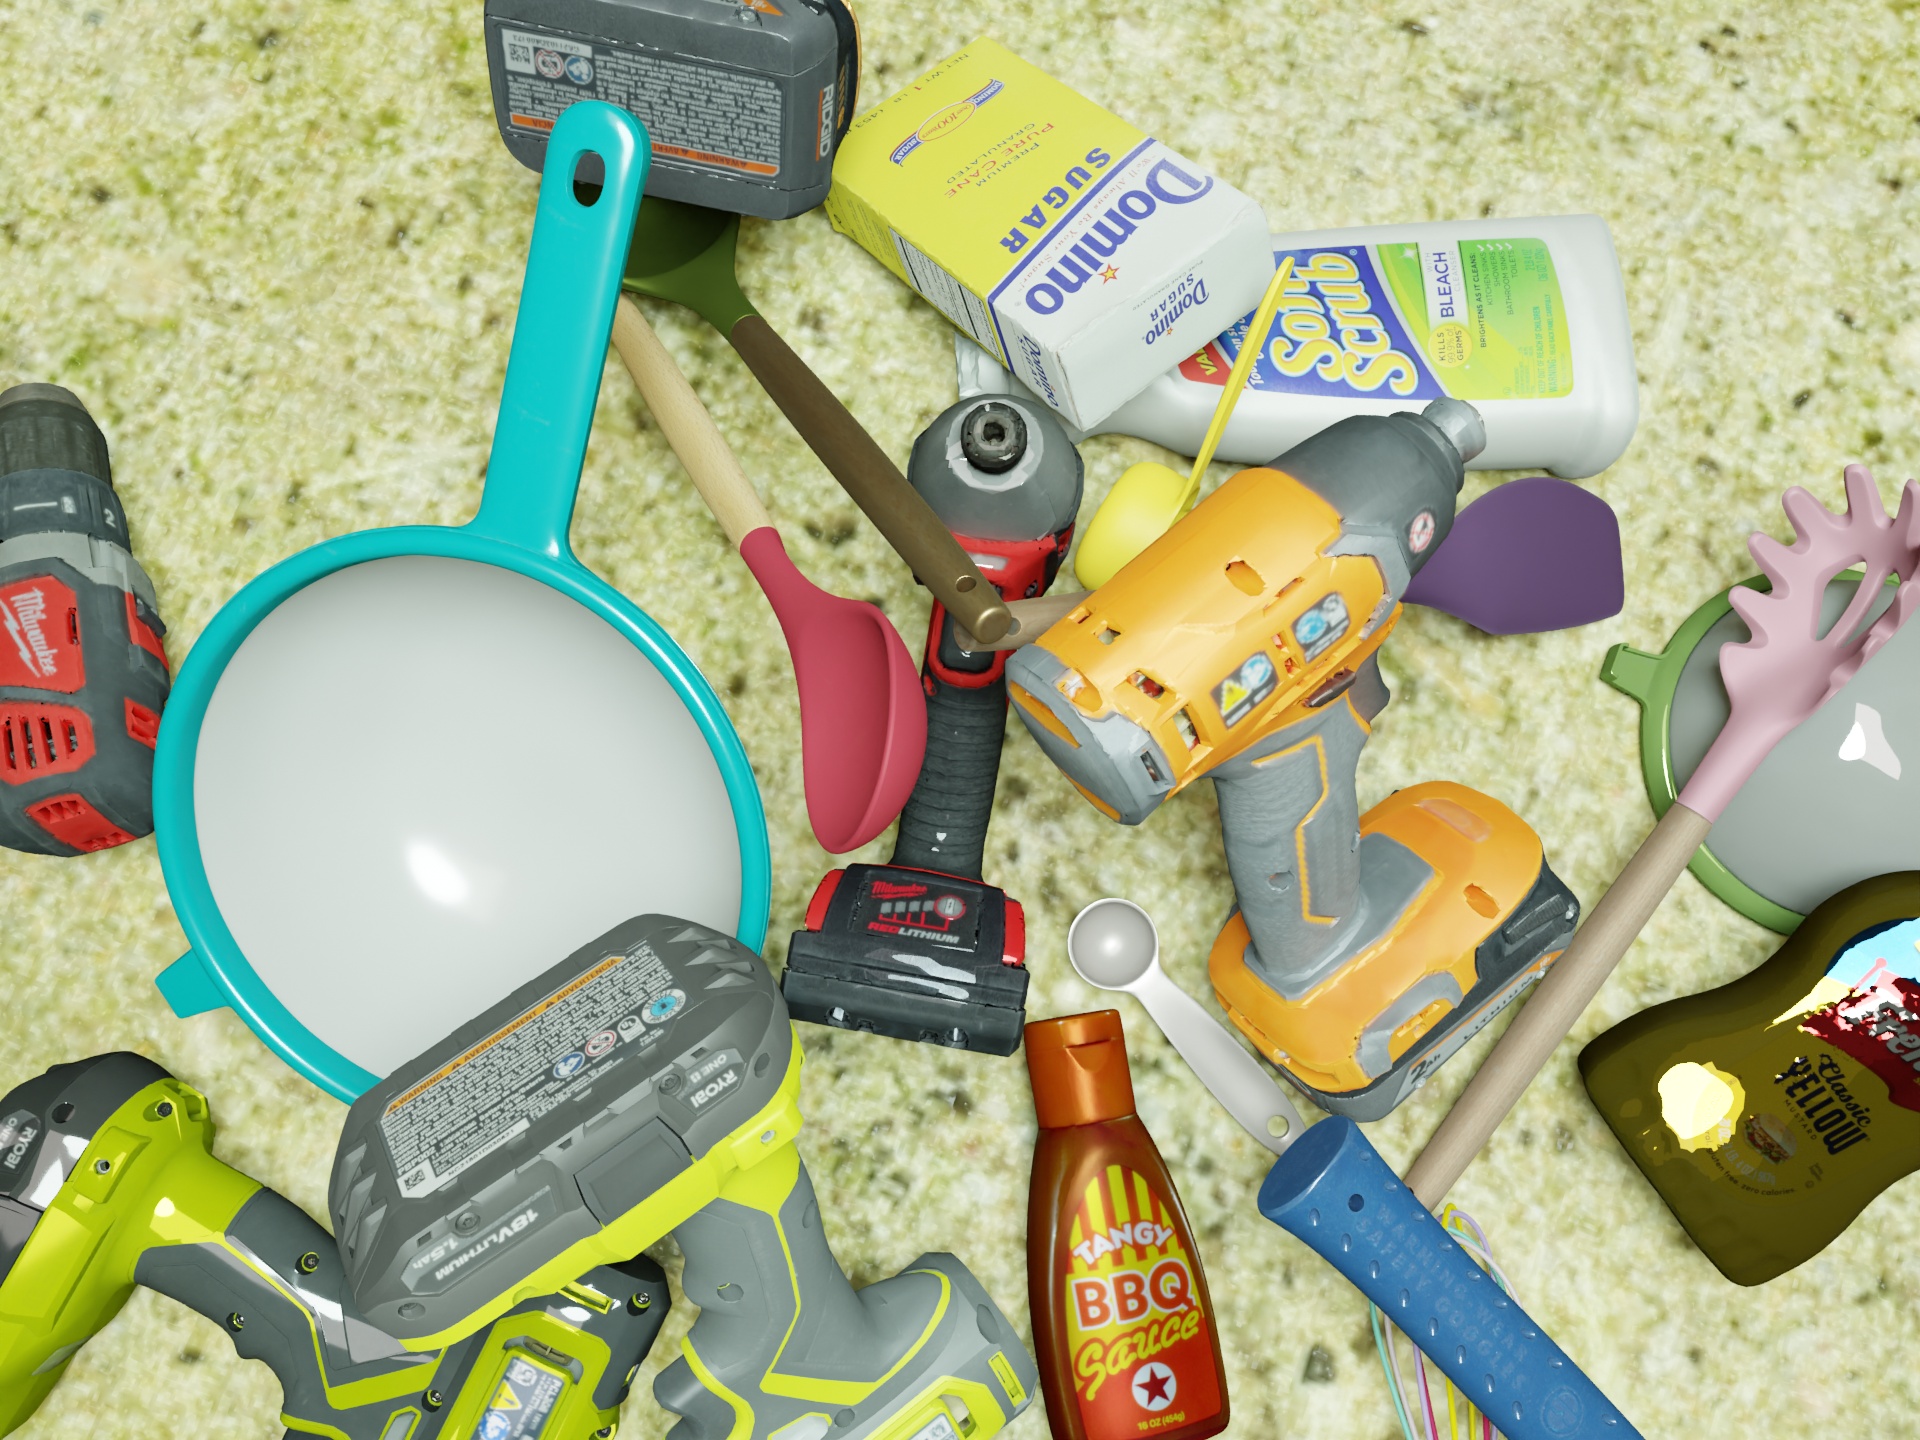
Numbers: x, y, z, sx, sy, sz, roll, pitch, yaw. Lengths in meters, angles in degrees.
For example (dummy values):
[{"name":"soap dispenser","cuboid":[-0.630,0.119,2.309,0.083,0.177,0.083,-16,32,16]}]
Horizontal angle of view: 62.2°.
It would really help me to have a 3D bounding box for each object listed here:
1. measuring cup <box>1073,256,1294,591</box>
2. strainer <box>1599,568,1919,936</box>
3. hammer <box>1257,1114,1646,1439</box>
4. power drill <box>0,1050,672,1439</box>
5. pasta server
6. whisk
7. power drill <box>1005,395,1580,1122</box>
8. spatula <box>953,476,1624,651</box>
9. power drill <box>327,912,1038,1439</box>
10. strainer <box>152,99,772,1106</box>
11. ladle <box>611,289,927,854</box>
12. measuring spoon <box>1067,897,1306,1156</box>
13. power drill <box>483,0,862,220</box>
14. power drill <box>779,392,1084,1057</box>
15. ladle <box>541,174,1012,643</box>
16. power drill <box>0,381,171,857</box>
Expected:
[{"name":"measuring cup","cuboid":[0.078,-0.104,0.573,0.029,0.156,0.062,30,46,9]},{"name":"strainer","cuboid":[0.359,0.057,0.586,0.151,0.069,0.256,-18,79,-5]},{"name":"hammer","cuboid":[0.256,0.284,0.528,0.144,0.035,0.405,-44,94,-9]},{"name":"power drill","cuboid":[-0.236,0.232,0.535,0.228,0.080,0.190,26,79,0]},{"name":"pasta server","cuboid":[0.243,0.053,0.569,0.040,0.060,0.316,30,96,-36]},{"name":"whisk","cuboid":[0.176,0.294,0.553,0.051,0.047,0.245,-2,83,-3]},{"name":"power drill","cuboid":[0.126,0.013,0.517,0.164,0.084,0.226,-40,128,-8]},{"name":"spatula","cuboid":[0.132,-0.049,0.553,0.315,0.018,0.060,-9,94,-32]},{"name":"power drill","cuboid":[-0.085,0.186,0.489,0.171,0.080,0.223,-33,121,-16]},{"name":"strainer","cuboid":[-0.140,-0.027,0.533,0.211,0.095,0.340,18,106,5]},{"name":"ladle","cuboid":[-0.079,-0.074,0.543,0.031,0.069,0.316,3,38,-35]},{"name":"measuring spoon","cuboid":[0.086,0.117,0.599,0.034,0.018,0.124,-42,90,-5]},{"name":"power drill","cuboid":[-0.060,-0.284,0.599,0.185,0.084,0.226,12,50,1]},{"name":"power drill","cuboid":[-0.001,-0.002,0.551,0.078,0.143,0.220,9,82,2]},{"name":"ladle","cuboid":[-0.067,-0.130,0.543,0.078,0.062,0.321,-32,49,-6]},{"name":"power drill","cuboid":[-0.404,-0.020,0.571,0.226,0.080,0.188,-17,67,-7]}]
